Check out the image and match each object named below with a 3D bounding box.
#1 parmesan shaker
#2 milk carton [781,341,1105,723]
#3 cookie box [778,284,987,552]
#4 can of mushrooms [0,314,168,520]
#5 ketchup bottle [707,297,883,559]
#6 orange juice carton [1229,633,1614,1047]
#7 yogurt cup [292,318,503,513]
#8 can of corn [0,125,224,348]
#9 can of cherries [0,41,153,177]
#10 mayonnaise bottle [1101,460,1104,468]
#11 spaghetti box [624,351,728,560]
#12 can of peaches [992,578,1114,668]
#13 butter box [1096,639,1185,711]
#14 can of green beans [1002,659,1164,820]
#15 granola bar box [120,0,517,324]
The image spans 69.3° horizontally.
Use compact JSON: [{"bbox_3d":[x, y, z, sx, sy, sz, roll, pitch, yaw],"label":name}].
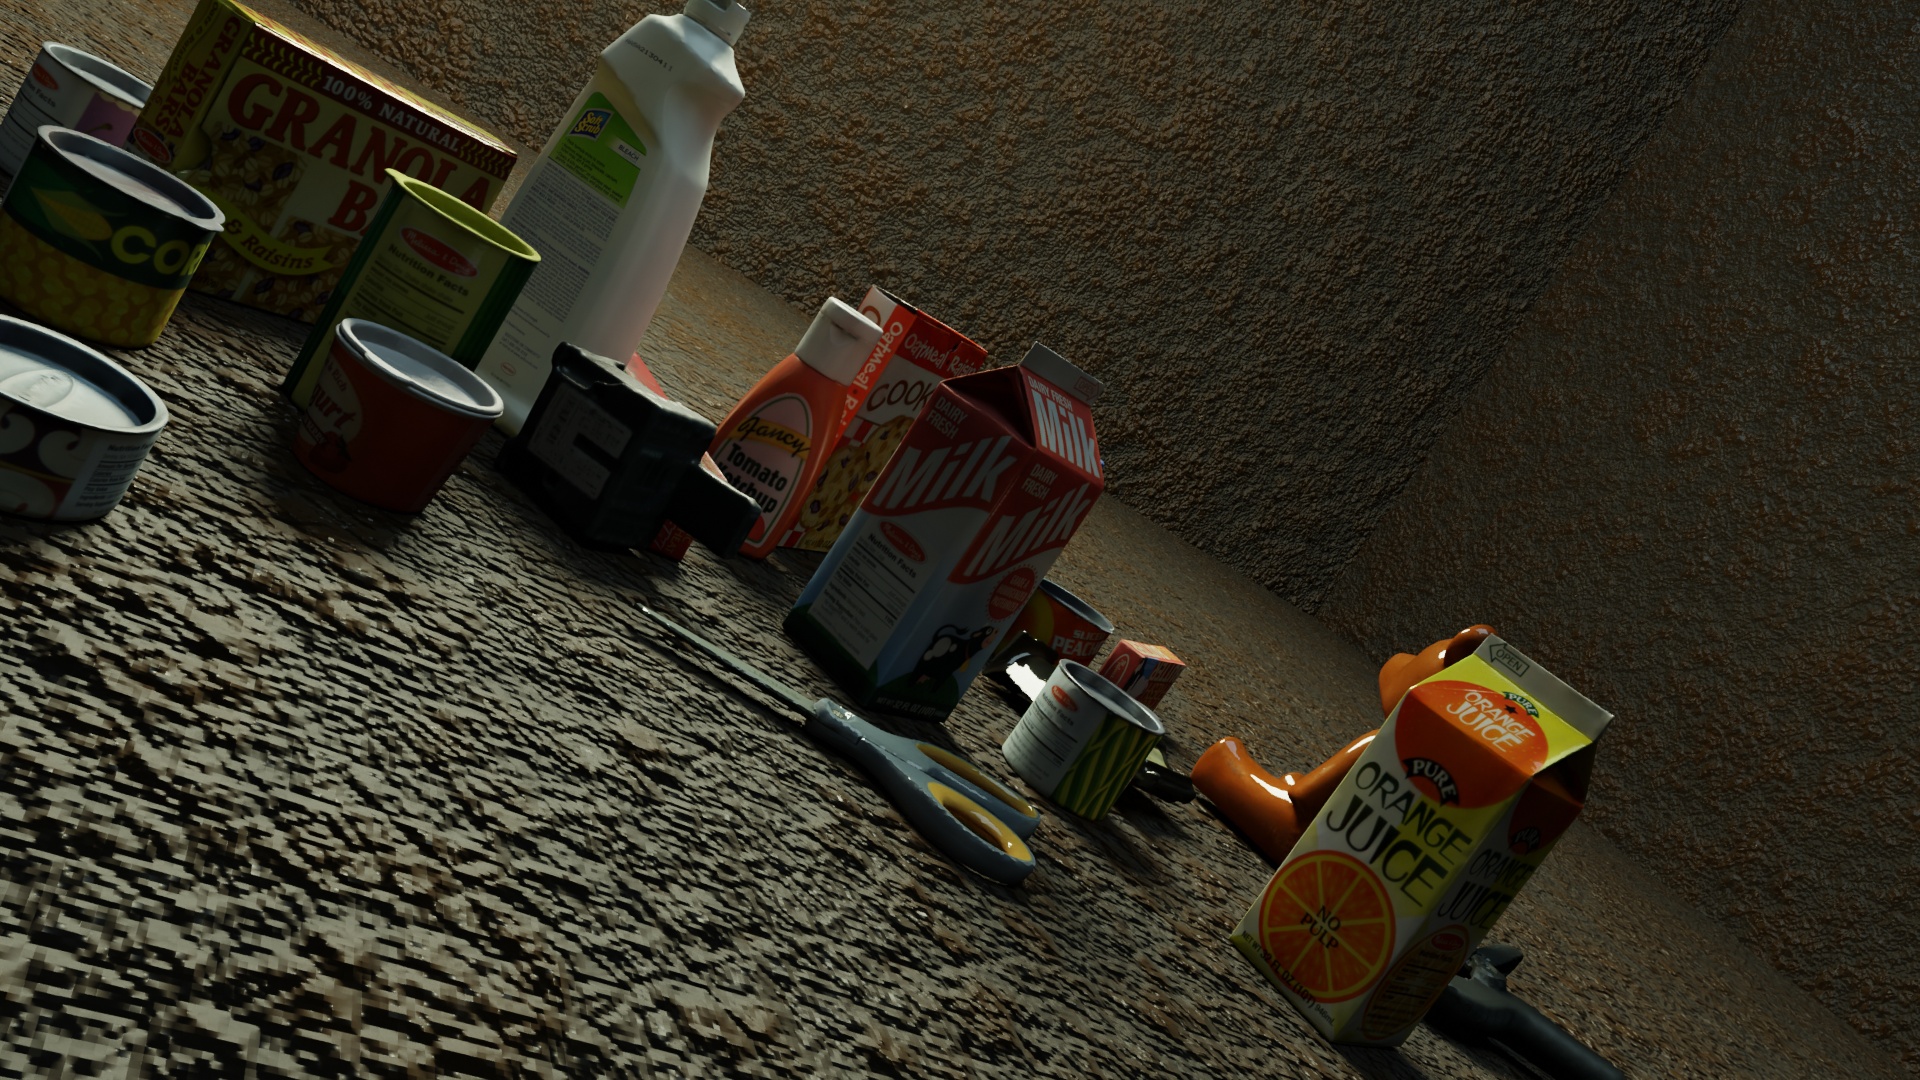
[{"bbox_3d":[-0.239,-0.097,0.600,0.071,0.103,0.071,33,8,-5],"label":"parmesan shaker"},{"bbox_3d":[0.002,-0.009,0.695,0.073,0.190,0.072,39,10,35],"label":"milk carton"},{"bbox_3d":[-0.060,-0.071,0.886,0.040,0.167,0.123,36,9,19],"label":"cookie box"},{"bbox_3d":[-0.269,-0.037,0.394,0.071,0.033,0.071,32,9,-5],"label":"can of mushrooms"},{"bbox_3d":[-0.098,-0.065,0.783,0.065,0.148,0.043,33,8,-5],"label":"ketchup bottle"},{"bbox_3d":[0.222,0.141,0.657,0.073,0.192,0.072,25,11,-45],"label":"orange juice carton"},{"bbox_3d":[-0.223,-0.047,0.546,0.072,0.054,0.072,32,8,-5],"label":"yogurt cup"},{"bbox_3d":[-0.325,-0.113,0.528,0.071,0.058,0.071,33,8,-5],"label":"can of corn"},{"bbox_3d":[-0.407,-0.190,0.656,0.071,0.058,0.071,33,8,-5],"label":"can of cherries"},{"bbox_3d":[0.039,0.001,0.913,0.041,0.148,0.065,33,8,0],"label":"mayonnaise bottle"},{"bbox_3d":[-0.187,-0.064,0.783,0.028,0.050,0.251,28,10,-34],"label":"spaghetti box"},{"bbox_3d":[0.062,0.066,0.937,0.071,0.058,0.071,33,8,-5],"label":"can of peaches"},{"bbox_3d":[0.124,0.100,0.989,0.024,0.053,0.103,37,9,25],"label":"butter box"},{"bbox_3d":[0.064,0.105,0.732,0.071,0.057,0.071,33,8,-5],"label":"can of green beans"},{"bbox_3d":[-0.310,-0.169,0.671,0.039,0.124,0.165,37,9,22],"label":"granola bar box"}]
